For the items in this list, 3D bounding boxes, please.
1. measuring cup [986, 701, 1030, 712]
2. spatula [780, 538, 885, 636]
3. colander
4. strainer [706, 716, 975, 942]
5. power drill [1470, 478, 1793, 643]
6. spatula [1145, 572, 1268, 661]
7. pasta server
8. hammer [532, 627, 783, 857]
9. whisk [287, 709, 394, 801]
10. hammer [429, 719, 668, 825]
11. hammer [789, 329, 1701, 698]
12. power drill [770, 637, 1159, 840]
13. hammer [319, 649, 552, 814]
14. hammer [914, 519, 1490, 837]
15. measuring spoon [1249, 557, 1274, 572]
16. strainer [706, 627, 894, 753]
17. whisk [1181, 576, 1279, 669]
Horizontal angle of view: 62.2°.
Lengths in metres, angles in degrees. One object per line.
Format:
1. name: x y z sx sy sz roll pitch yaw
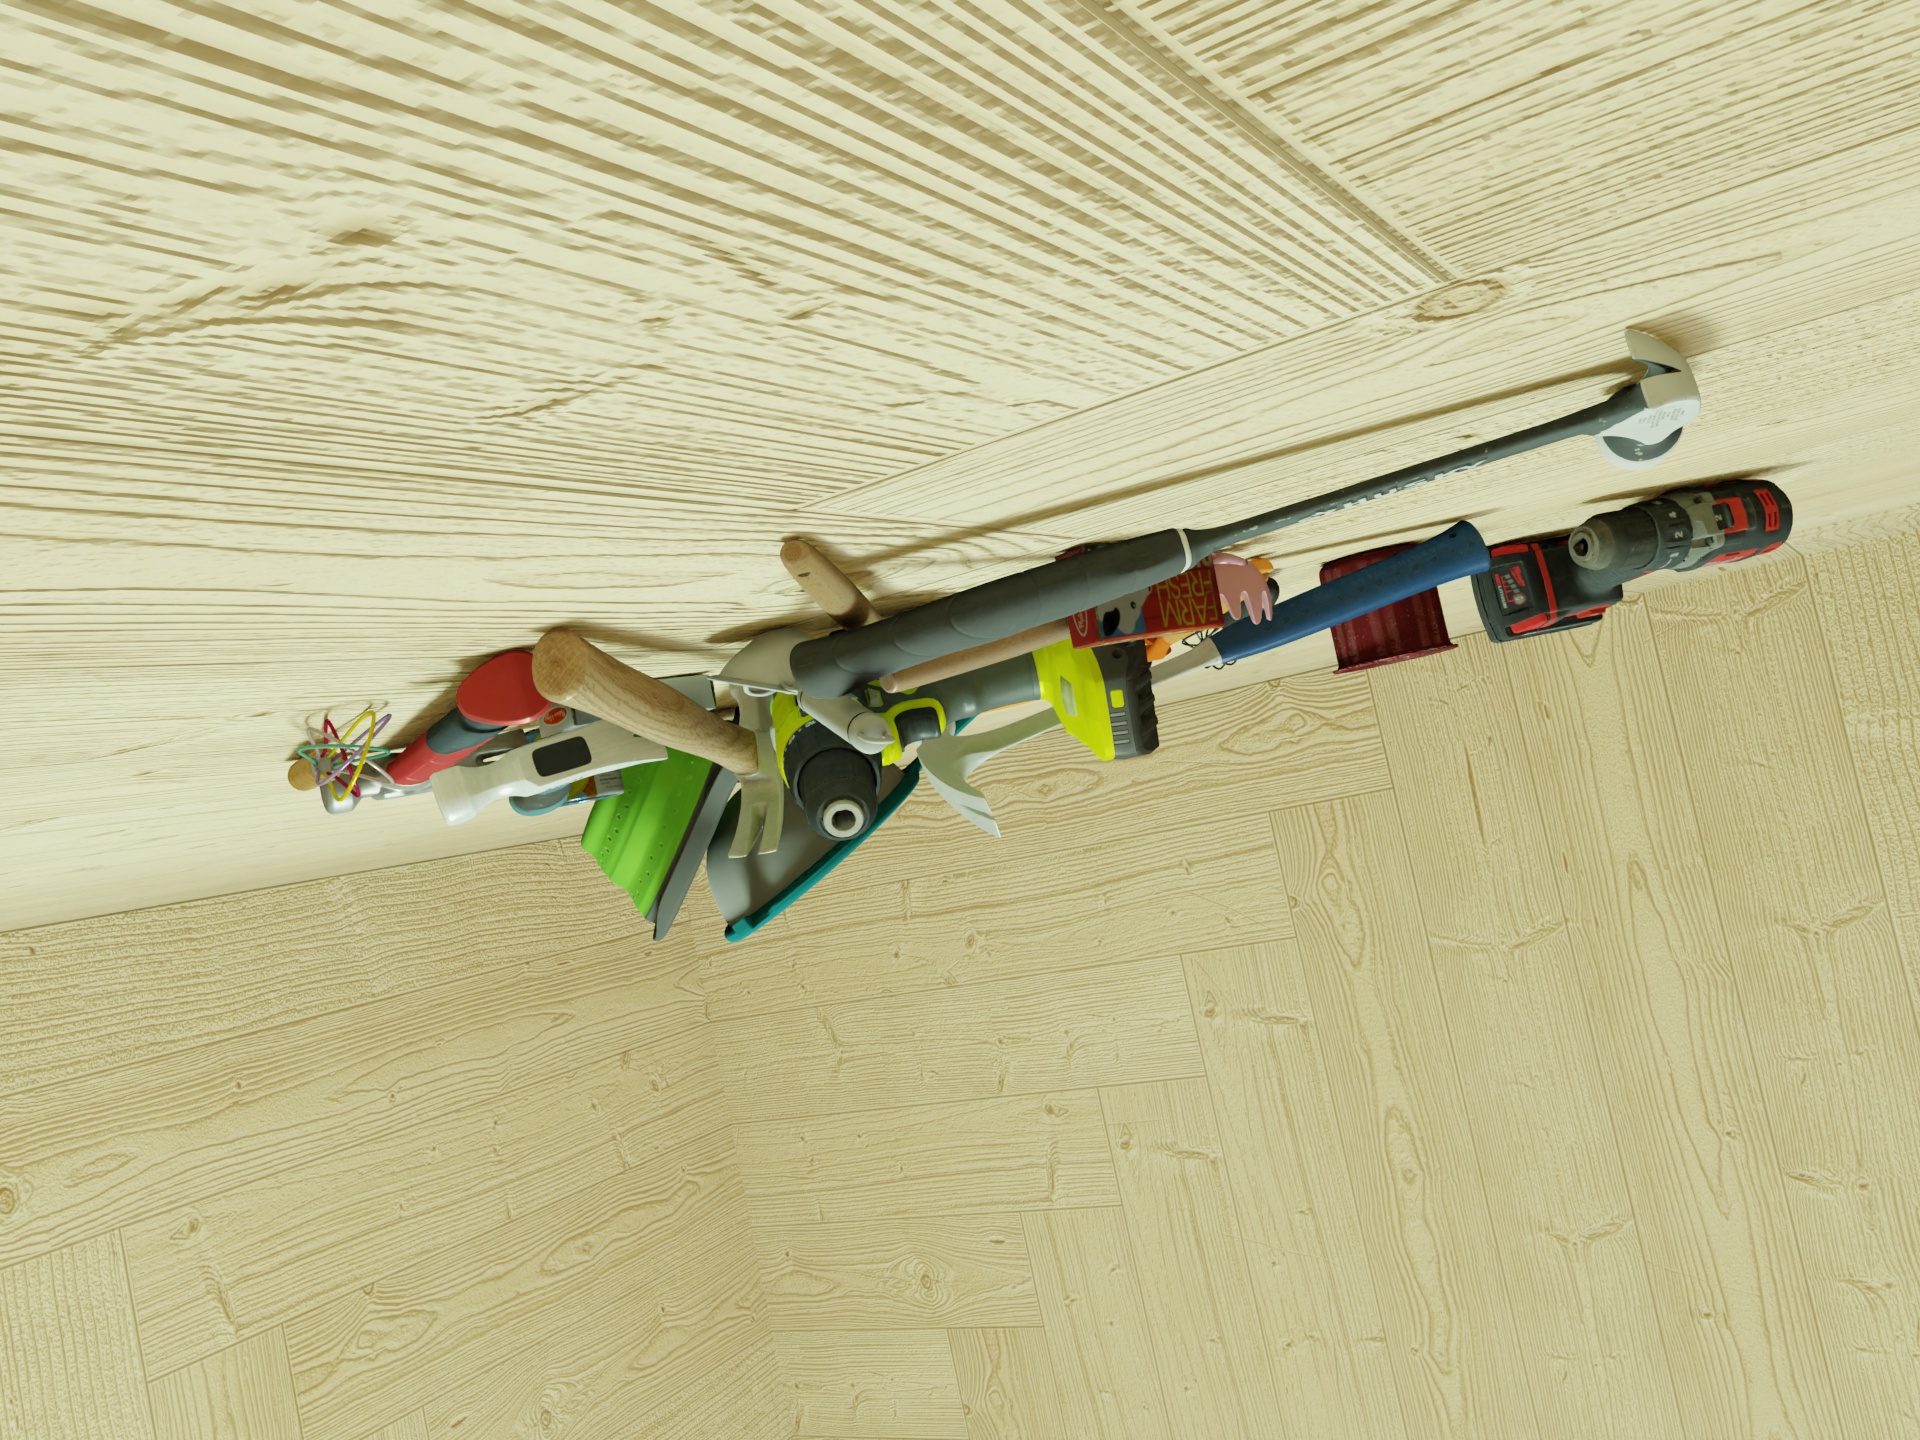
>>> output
1. measuring cup: 0.039 -0.034 1.185 0.095 0.052 0.174 -13 -177 -25
2. spatula: -0.053 -0.060 0.805 0.082 0.044 0.317 -11 172 5
3. colander: -0.224 0.039 1.243 0.094 0.205 0.397 23 150 -10
4. strainer: -0.095 0.039 1.338 0.340 0.095 0.211 -43 -175 -10
5. power drill: 0.497 -0.125 1.239 0.188 0.080 0.226 -11 174 -23
6. spatula: 0.171 -0.082 1.257 0.081 0.041 0.322 -11 173 -14
7. pasta server: 0.074 -0.052 0.888 0.060 0.040 0.316 23 -150 39
8. hammer: -0.158 0.004 0.901 0.031 0.130 0.331 -10 169 9
9. whisk: -0.380 0.028 0.954 0.051 0.047 0.245 -11 180 -30
10. hammer: -0.261 0.037 1.003 0.128 0.033 0.331 -20 180 -17
11. hammer: 0.113 -0.079 0.700 0.409 0.036 0.149 -17 174 15
12. power drill: -0.002 -0.003 0.966 0.228 0.080 0.191 -13 -154 -4
13. hammer: -0.290 0.008 0.958 0.143 0.038 0.386 -12 177 -29
14. hammer: 0.164 -0.039 1.070 0.405 0.035 0.144 -22 -146 -1
15. measuring spoon: 0.156 -0.095 1.077 0.117 0.011 0.021 -10 179 32
16. strainer: -0.077 -0.015 0.844 0.086 0.050 0.259 7 -172 -21
17. whisk: 0.219 -0.079 1.264 0.055 0.055 0.239 -12 173 -4
